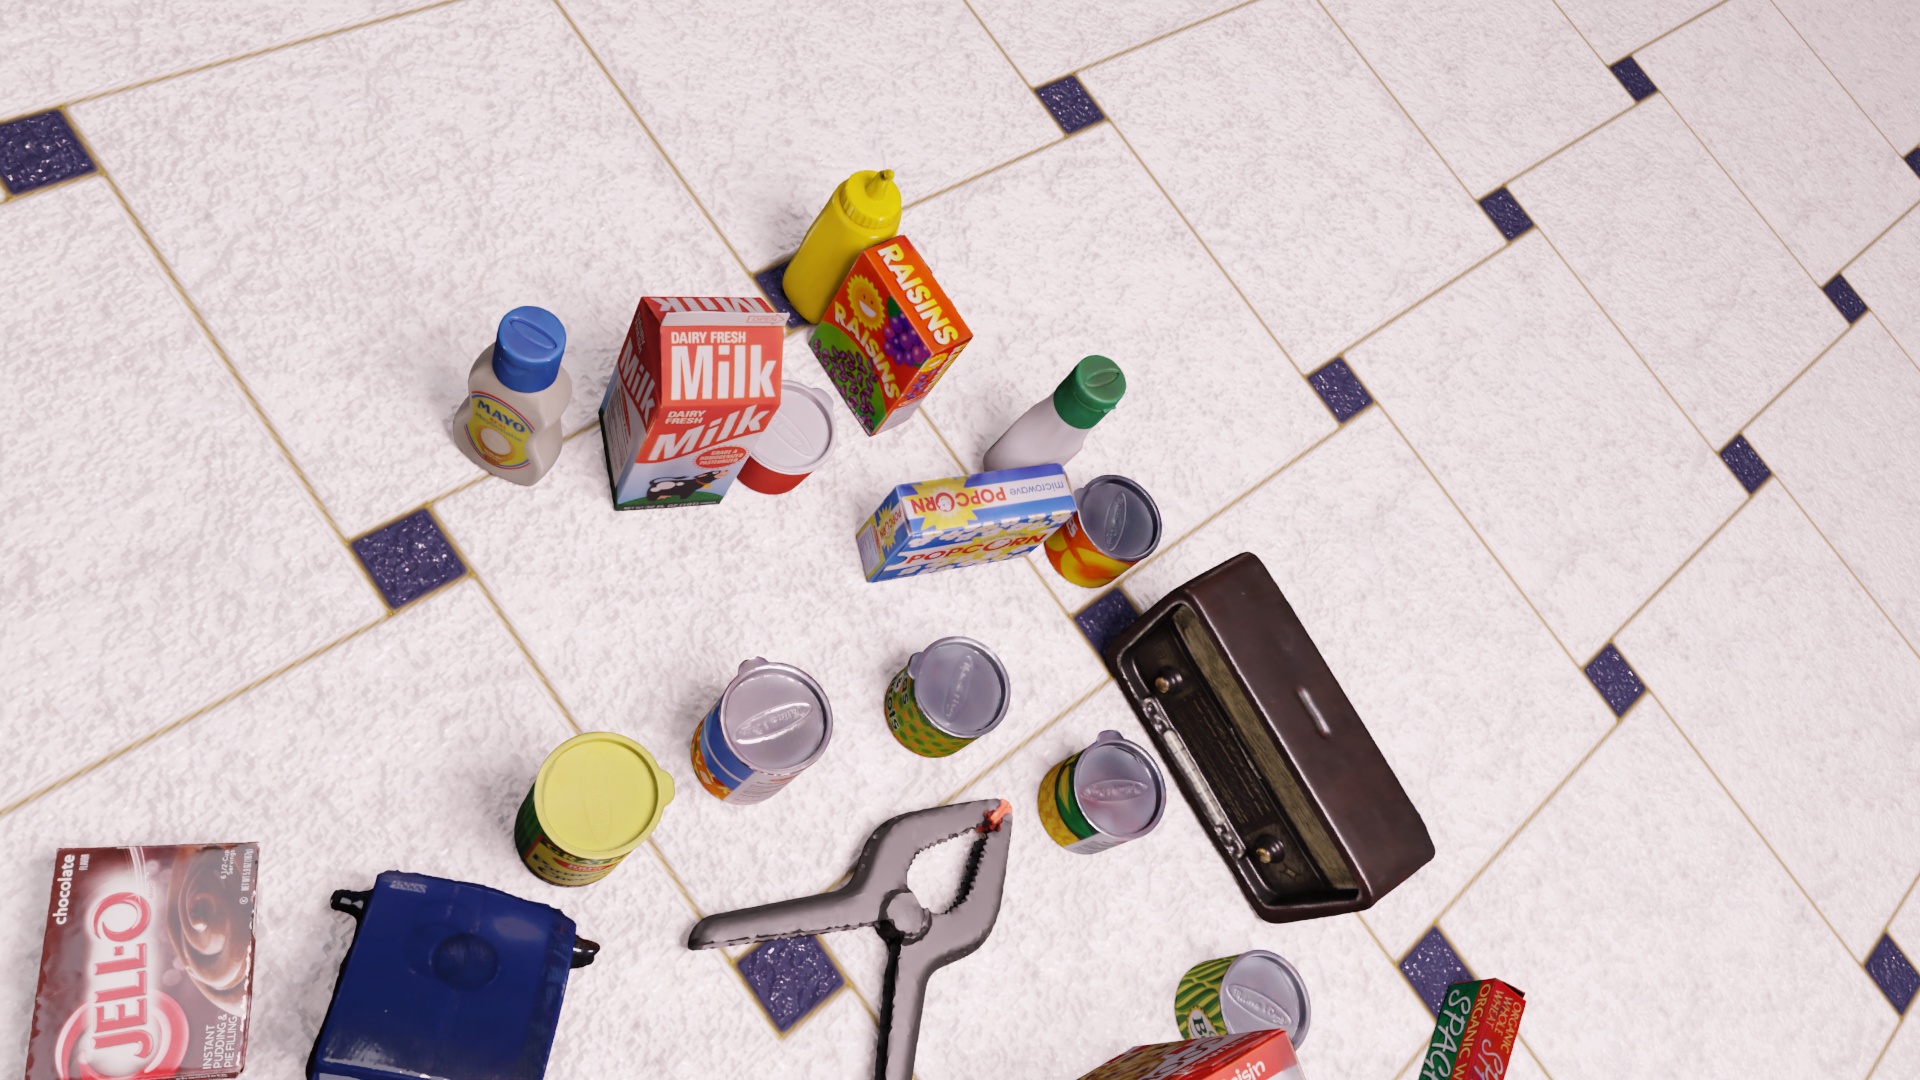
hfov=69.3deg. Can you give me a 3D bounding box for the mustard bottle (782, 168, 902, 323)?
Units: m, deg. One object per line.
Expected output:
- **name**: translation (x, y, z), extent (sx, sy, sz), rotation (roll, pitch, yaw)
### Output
- **mustard bottle**: translation (-0.073, -0.207, 0.940), extent (0.049, 0.159, 0.065), rotation (47, 58, 1)

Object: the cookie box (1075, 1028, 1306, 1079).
- **cookie box**: translation (0.097, 0.320, 0.774), extent (0.123, 0.166, 0.040), rotation (-17, 76, -29)

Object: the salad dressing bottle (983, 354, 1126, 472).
- **salad dressing bottle**: translation (0.064, -0.076, 0.949), extent (0.064, 0.147, 0.044), rotation (-21, 78, -30)

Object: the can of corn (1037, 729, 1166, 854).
- **can of corn**: translation (0.091, 0.165, 0.905), extent (0.071, 0.058, 0.071), rotation (9, 64, -20)

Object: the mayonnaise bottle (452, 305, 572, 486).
- **mayonnaise bottle**: translation (-0.258, -0.084, 0.810), extent (0.065, 0.147, 0.041), rotation (32, 59, -8)

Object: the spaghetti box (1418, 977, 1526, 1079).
- **spaghetti box**: translation (0.309, 0.399, 0.902), extent (0.028, 0.050, 0.251), rotation (37, 58, -5)

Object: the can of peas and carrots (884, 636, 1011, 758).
- **can of peas and carrots**: translation (-0.011, 0.100, 0.889), extent (0.071, 0.058, 0.071), rotation (9, 64, -20)

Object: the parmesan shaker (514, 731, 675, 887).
- **parmesan shaker**: translation (-0.201, 0.149, 0.757), extent (0.071, 0.102, 0.071), rotation (9, 65, -20)

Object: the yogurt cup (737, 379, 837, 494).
- **yogurt cup**: translation (-0.121, -0.065, 0.917), extent (0.072, 0.053, 0.072), rotation (9, 64, -20)

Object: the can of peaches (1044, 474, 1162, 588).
- **can of peaches**: translation (0.098, -0.007, 0.986), extent (0.071, 0.057, 0.071), rotation (9, 64, -20)

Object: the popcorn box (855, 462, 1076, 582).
- **popcorn box**: translation (0.003, -0.012, 0.930), extent (0.127, 0.085, 0.038), rotation (-9, 72, -27)

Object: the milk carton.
- **milk carton**: translation (-0.161, -0.088, 0.829), extent (0.072, 0.189, 0.073), rotation (-5, 70, -26)

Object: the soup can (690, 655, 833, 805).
- **soup can**: translation (-0.120, 0.113, 0.820), extent (0.071, 0.083, 0.071), rotation (9, 64, -20)

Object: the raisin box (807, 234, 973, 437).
- **raisin box**: translation (-0.049, -0.136, 0.940), extent (0.040, 0.123, 0.086), rotation (-28, 81, -31)

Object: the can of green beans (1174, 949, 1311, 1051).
- **can of green beans**: translation (0.179, 0.298, 0.885), extent (0.071, 0.057, 0.071), rotation (9, 64, -20)
